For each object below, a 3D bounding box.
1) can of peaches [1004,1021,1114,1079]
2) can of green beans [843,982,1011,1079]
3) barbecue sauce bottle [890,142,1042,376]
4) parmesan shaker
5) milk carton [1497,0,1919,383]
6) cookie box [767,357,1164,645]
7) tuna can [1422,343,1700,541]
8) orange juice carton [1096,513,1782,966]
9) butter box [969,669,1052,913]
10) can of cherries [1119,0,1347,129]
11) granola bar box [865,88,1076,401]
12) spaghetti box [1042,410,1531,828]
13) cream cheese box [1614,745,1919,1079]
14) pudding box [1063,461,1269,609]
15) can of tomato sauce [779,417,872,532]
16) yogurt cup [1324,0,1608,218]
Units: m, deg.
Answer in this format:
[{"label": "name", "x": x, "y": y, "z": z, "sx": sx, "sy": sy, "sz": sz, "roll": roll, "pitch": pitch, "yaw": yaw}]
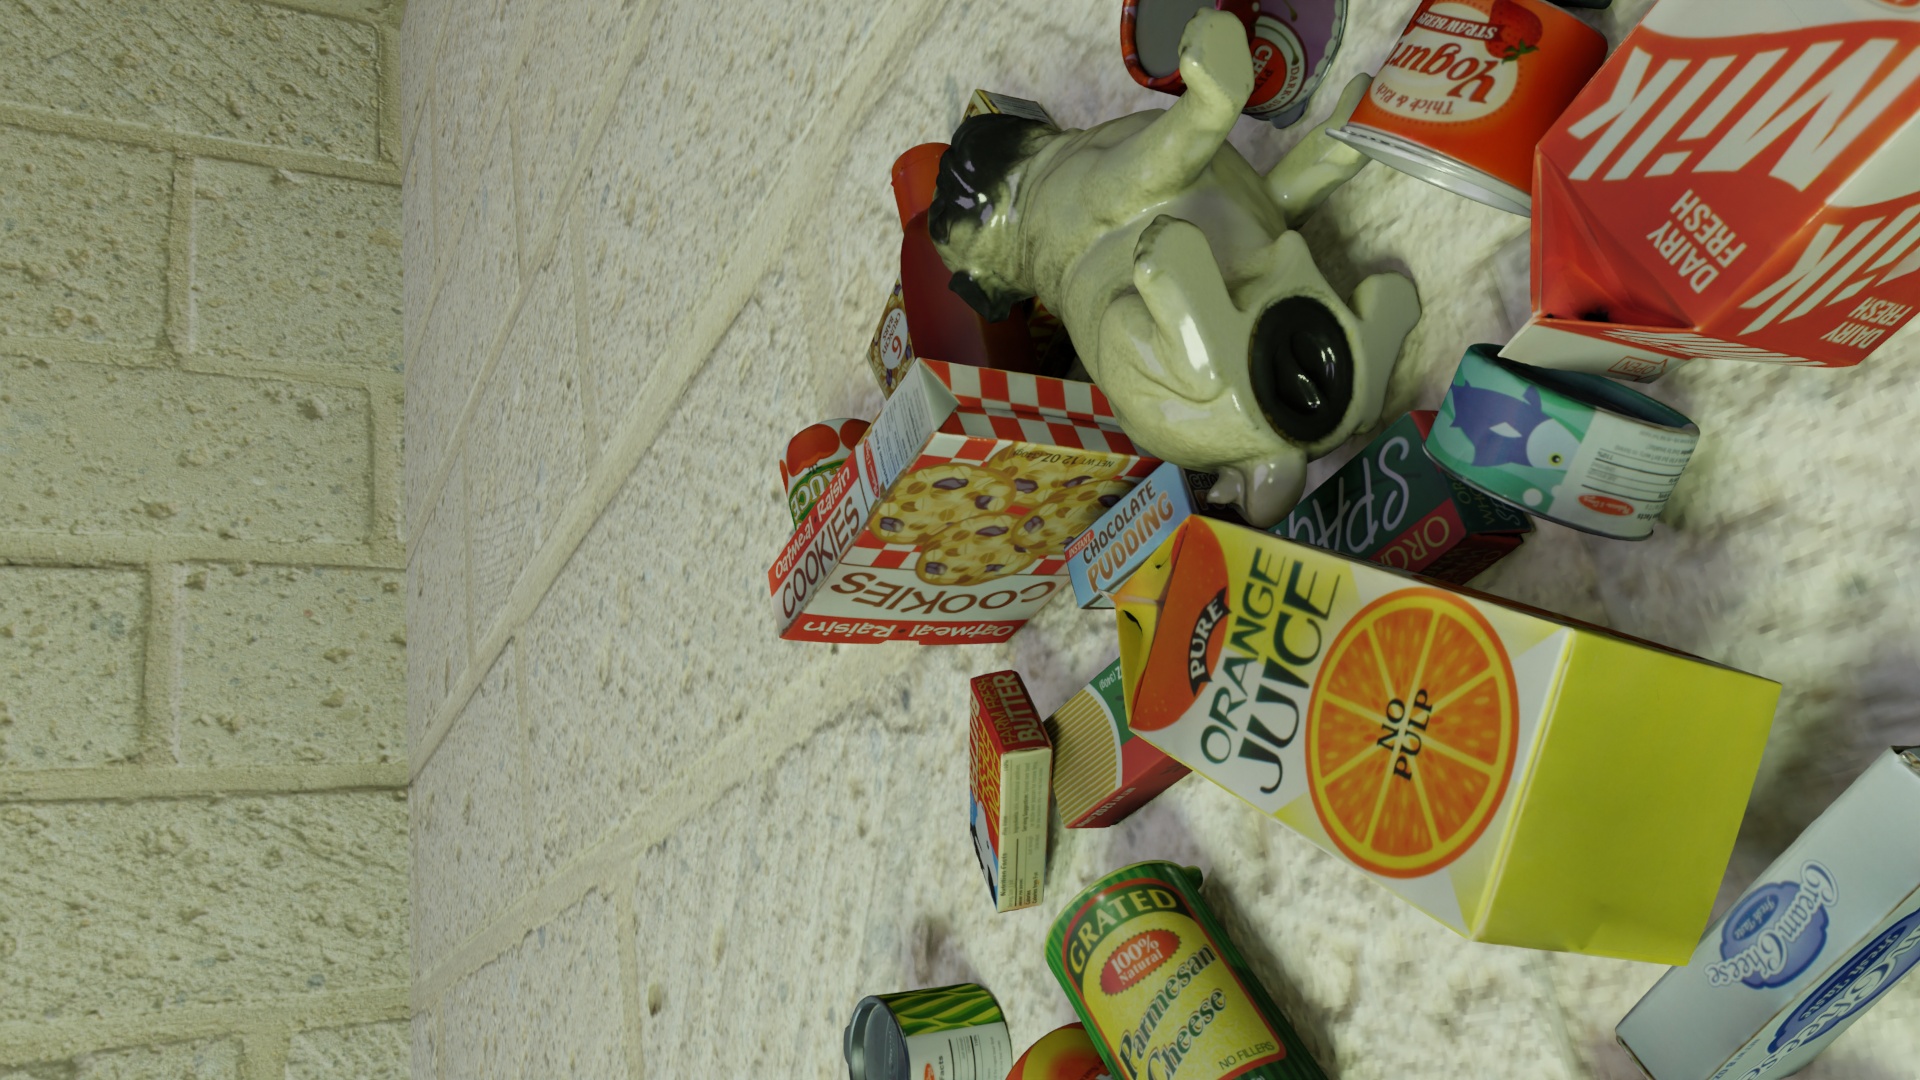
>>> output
[{"label": "can of peaches", "x": 0.055, "y": 0.234, "z": 0.553, "sx": 0.058, "sy": 0.071, "sz": 0.071, "roll": 31, "pitch": 114, "yaw": 57}, {"label": "can of green beans", "x": -0.016, "y": 0.254, "z": 0.682, "sx": 0.071, "sy": 0.058, "sz": 0.071, "roll": -9, "pitch": 80, "yaw": 59}, {"label": "barbecue sauce bottle", "x": -0.001, "y": -0.112, "z": 0.632, "sx": 0.064, "sy": 0.044, "sz": 0.149, "roll": -46, "pitch": 50, "yaw": 52}, {"label": "parmesan shaker", "x": 0.085, "y": 0.177, "z": 0.513, "sx": 0.103, "sy": 0.071, "sz": 0.071, "roll": 54, "pitch": 132, "yaw": 47}, {"label": "milk carton", "x": 0.210, "y": -0.106, "z": 0.320, "sx": 0.189, "sy": 0.072, "sz": 0.074, "roll": -56, "pitch": 42, "yaw": 39}, {"label": "cookie box", "x": 0.002, "y": -0.008, "z": 0.614, "sx": 0.166, "sy": 0.123, "sz": 0.040, "roll": -49, "pitch": 46, "yaw": 46}, {"label": "tuna can", "x": 0.167, "y": -0.030, "z": 0.391, "sx": 0.071, "sy": 0.071, "sz": 0.032, "roll": 47, "pitch": 126, "yaw": 51}, {"label": "orange juice carton", "x": 0.113, "y": 0.042, "z": 0.392, "sx": 0.193, "sy": 0.072, "sz": 0.073, "roll": 25, "pitch": 100, "yaw": 65}, {"label": "butter box", "x": 0.022, "y": 0.114, "z": 0.631, "sx": 0.053, "sy": 0.024, "sz": 0.103, "roll": -115, "pitch": 21, "yaw": -52}, {"label": "can of cherries", "x": 0.102, "y": -0.196, "z": 0.527, "sx": 0.071, "sy": 0.058, "sz": 0.071, "roll": -11, "pitch": 77, "yaw": 59}, {"label": "granola bar box", "x": 0.013, "y": -0.120, "z": 0.692, "sx": 0.164, "sy": 0.039, "sz": 0.125, "roll": -63, "pitch": 38, "yaw": 34}, {"label": "spaghetti box", "x": 0.106, "y": 0.041, "z": 0.525, "sx": 0.248, "sy": 0.029, "sz": 0.050, "roll": -49, "pitch": 48, "yaw": 47}, {"label": "cream cheese box", "x": 0.205, "y": 0.090, "z": 0.324, "sx": 0.024, "sy": 0.053, "sz": 0.103, "roll": 57, "pitch": 134, "yaw": 42}, {"label": "pudding box", "x": 0.084, "y": -0.002, "z": 0.546, "sx": 0.083, "sy": 0.050, "sz": 0.030, "roll": -44, "pitch": 52, "yaw": 50}, {"label": "can of tomato sauce", "x": -0.064, "y": -0.019, "z": 0.783, "sx": 0.070, "sy": 0.071, "sz": 0.083, "roll": -55, "pitch": 42, "yaw": 42}, {"label": "yogurt cup", "x": 0.158, "y": -0.135, "z": 0.422, "sx": 0.072, "sy": 0.072, "sz": 0.053, "roll": 45, "pitch": 117, "yaw": 52}]
